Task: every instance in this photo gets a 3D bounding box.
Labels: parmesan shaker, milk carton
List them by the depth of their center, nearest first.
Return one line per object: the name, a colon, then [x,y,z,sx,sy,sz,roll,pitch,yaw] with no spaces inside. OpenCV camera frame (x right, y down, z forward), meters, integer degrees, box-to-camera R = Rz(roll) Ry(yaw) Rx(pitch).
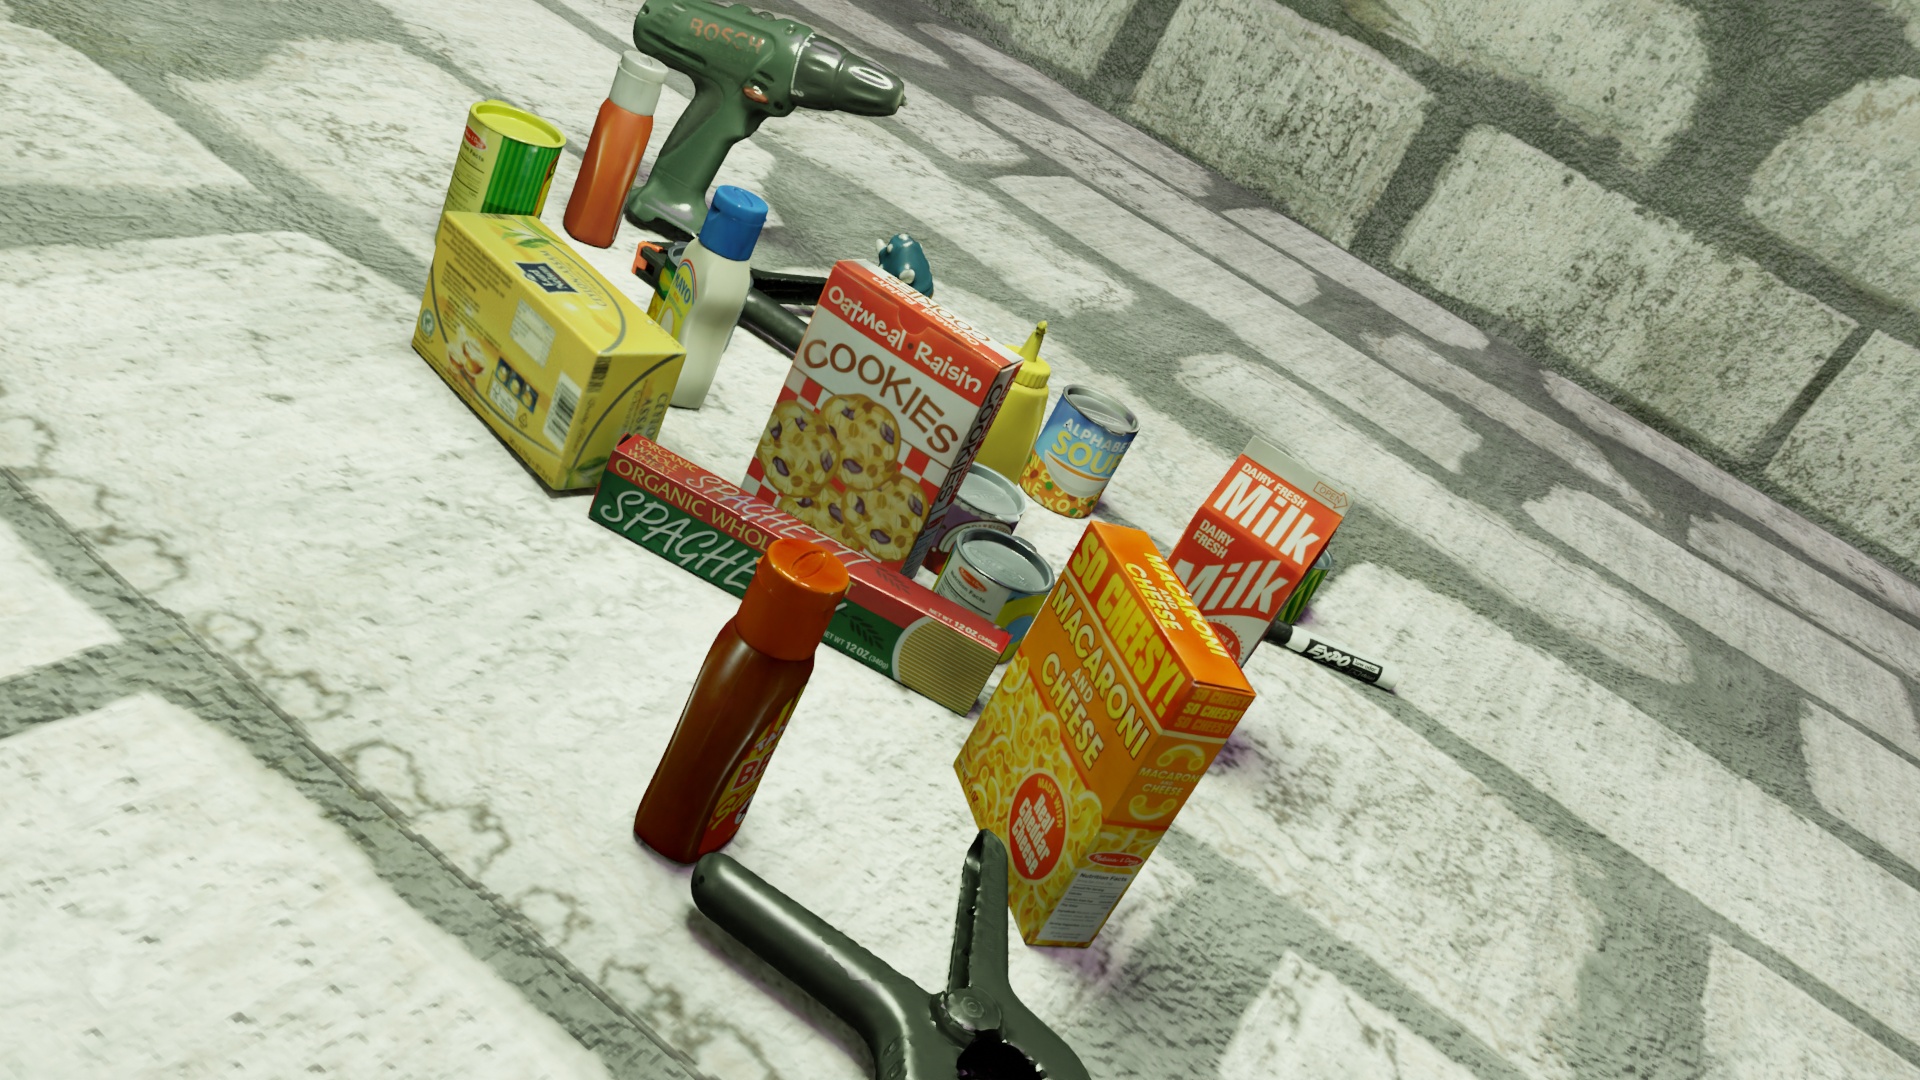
milk carton: [0.158,0.032,0.842,0.072,0.189,0.074,34,27,14]
parmesan shaker: [-0.331,-0.253,0.994,0.071,0.102,0.071,22,27,-12]

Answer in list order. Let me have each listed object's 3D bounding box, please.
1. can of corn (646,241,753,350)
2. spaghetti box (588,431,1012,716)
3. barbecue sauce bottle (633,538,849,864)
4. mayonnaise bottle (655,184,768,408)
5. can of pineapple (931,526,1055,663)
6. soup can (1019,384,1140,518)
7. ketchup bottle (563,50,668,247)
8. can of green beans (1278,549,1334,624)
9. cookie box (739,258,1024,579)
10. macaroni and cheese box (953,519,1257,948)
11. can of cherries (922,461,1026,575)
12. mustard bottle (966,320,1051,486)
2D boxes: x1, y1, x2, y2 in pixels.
can of corn: [-0.198,-0.181,1.040,0.071,0.058,0.071,22,27,-12]
spaghetti box: [-0.093,0.019,0.790,0.250,0.050,0.029,28,26,1]
barbecue sauce bottle: [-0.092,0.067,0.595,0.044,0.147,0.065,31,26,7]
mayonnaise bottle: [-0.172,-0.165,0.935,0.041,0.147,0.065,6,33,-37]
can of pineapple: [0.018,0.034,0.857,0.071,0.057,0.071,22,27,-12]
soup can: [0.092,-0.067,1.076,0.071,0.083,0.072,22,27,-12]
ketchup bottle: [-0.273,-0.311,1.100,0.043,0.148,0.065,14,29,-25]
can of green beans: [0.248,0.024,1.086,0.071,0.057,0.071,22,27,-12]
cookie box: [-0.052,-0.071,0.856,0.123,0.166,0.040,34,27,13]
macaroni and cheese box: [0.063,0.093,0.672,0.040,0.165,0.124,12,30,-28]
can of cherries: [0.003,-0.012,0.923,0.071,0.058,0.072,22,27,-12]
mustard bottle: [0.025,-0.083,0.958,0.065,0.159,0.049,11,31,-30]
